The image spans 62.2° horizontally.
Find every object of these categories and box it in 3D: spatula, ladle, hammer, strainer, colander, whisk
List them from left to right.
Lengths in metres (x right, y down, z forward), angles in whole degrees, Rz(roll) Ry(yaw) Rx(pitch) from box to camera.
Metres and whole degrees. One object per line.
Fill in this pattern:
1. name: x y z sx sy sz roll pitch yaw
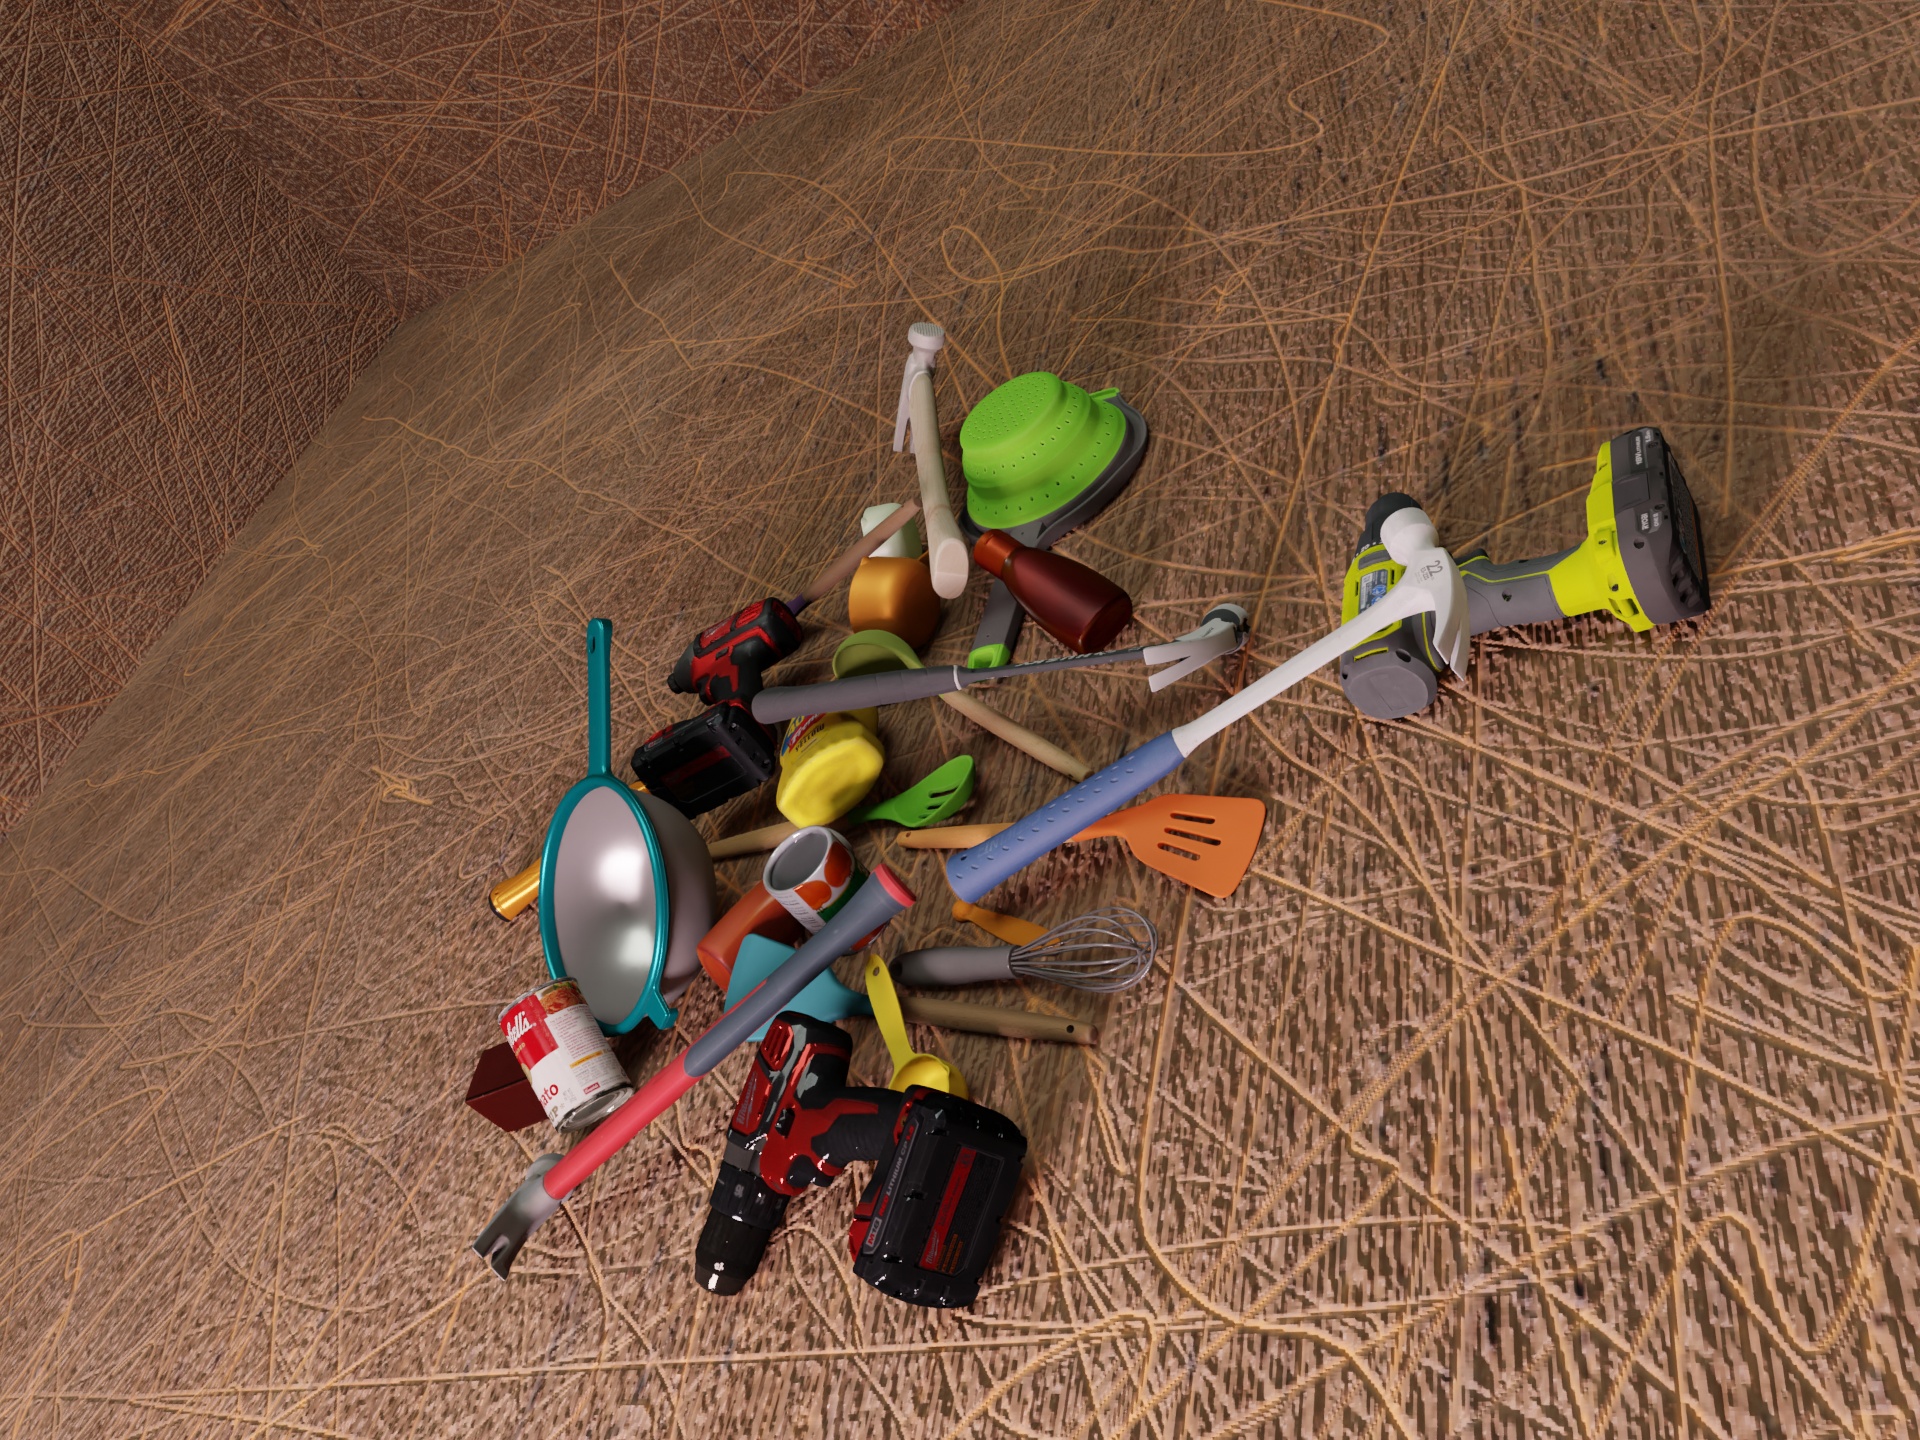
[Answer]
1. hammer: -0.317 0.083 1.532 0.337 0.034 0.127 -39 32 1
2. strainer: -0.263 0.086 1.316 0.211 0.095 0.340 -10 81 50
3. hammer: -0.185 0.242 1.123 0.386 0.038 0.143 -42 4 8
4. spatula: -0.135 -0.131 1.544 0.316 0.018 0.060 -35 31 42
5. spatula: -0.041 0.203 1.117 0.317 0.044 0.082 -2 68 40
6. hammer: -0.029 -0.234 1.539 0.038 0.146 0.411 5 37 -10
7. ladle: -0.002 -0.004 1.314 0.062 0.078 0.320 -44 40 -13
8. hammer: 0.012 -0.033 1.237 0.409 0.036 0.149 -7 11 28
9. colander: 0.047 -0.202 1.459 0.204 0.094 0.397 -14 41 33
10. whisk: 0.037 0.162 1.088 0.239 0.055 0.055 -13 42 41
11. spatula: 0.071 0.088 1.164 0.323 0.041 0.081 -7 46 45
12. hammer: 0.157 0.013 1.070 0.405 0.035 0.144 -34 33 21

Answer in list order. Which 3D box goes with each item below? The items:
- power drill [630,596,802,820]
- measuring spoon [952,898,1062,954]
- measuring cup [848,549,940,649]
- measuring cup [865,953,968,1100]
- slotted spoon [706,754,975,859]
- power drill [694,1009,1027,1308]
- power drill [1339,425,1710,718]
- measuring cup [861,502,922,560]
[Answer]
1. power drill: -0.224 -0.017 1.460 0.143 0.078 0.220 -26 31 20
2. measuring spoon: 0.031 0.146 1.141 0.117 0.011 0.021 14 61 51
3. measuring cup: -0.035 -0.127 1.481 0.052 0.095 0.174 6 33 34
4. measuring cup: -0.034 0.220 1.081 0.062 0.029 0.157 -44 39 17
5. slotted spoon: -0.109 0.085 1.336 0.314 0.031 0.070 -16 34 34
6. power drill: -0.079 0.295 1.001 0.227 0.080 0.188 7 72 51
7. power drill: 0.364 -0.109 1.063 0.228 0.080 0.191 -18 40 34
8. measuring cup: -0.062 -0.137 1.527 0.038 0.083 0.168 -14 56 16
